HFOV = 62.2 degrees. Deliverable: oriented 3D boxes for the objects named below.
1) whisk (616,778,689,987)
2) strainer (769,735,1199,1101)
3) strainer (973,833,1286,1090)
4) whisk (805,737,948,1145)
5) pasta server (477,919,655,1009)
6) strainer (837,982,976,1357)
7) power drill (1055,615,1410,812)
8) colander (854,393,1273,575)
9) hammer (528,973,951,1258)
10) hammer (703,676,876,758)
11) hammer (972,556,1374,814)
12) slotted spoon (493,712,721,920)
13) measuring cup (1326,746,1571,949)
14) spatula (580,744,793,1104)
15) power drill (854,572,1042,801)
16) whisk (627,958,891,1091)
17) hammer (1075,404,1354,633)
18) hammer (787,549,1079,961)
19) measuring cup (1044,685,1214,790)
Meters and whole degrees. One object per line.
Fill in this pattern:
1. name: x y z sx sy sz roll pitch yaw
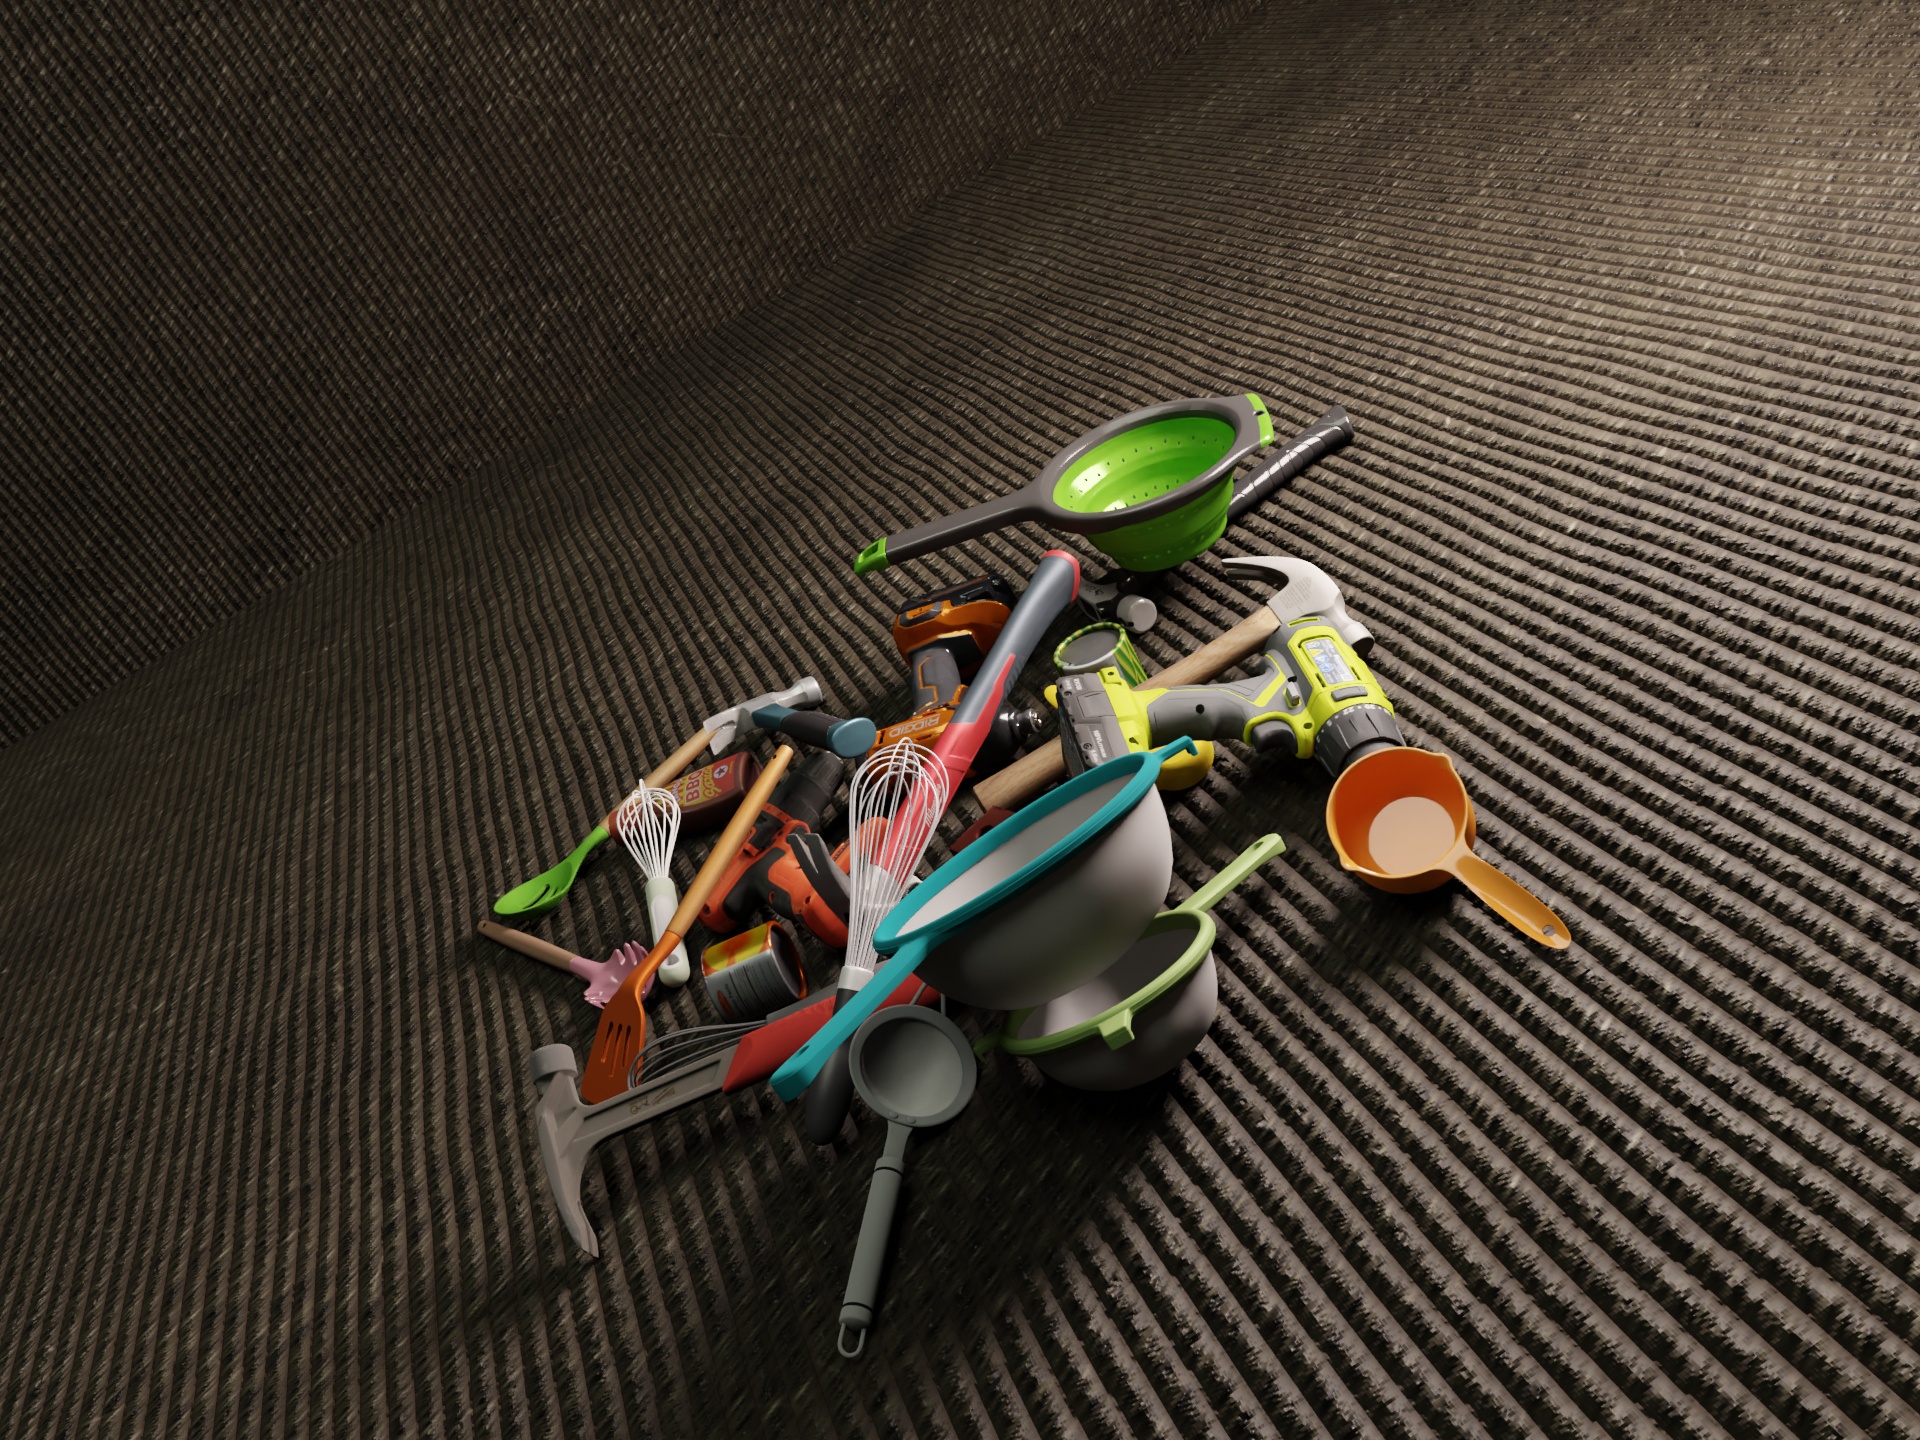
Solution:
1. whisk: -0.261 0.138 1.377 0.058 0.059 0.247 -14 40 -8
2. strainer: 0.021 0.143 0.944 0.211 0.095 0.340 -30 7 45
3. strainer: 0.139 0.160 1.008 0.256 0.069 0.151 -33 6 -35
4. whisk: -0.065 0.146 1.086 0.070 0.070 0.285 -3 67 39
5. pasta server: -0.353 0.204 1.389 0.316 0.040 0.060 7 56 49
6. strainer: -0.045 0.277 0.999 0.087 0.050 0.259 19 43 -5
7. power drill: 0.194 0.015 1.123 0.228 0.080 0.191 -11 39 -4
8. colander: 0.099 -0.175 1.449 0.397 0.094 0.205 -18 31 13
9. hammer: -0.120 0.234 1.106 0.359 0.036 0.149 -23 61 -2
10. hammer: -0.144 0.002 1.426 0.128 0.033 0.331 -22 12 -18
11. hammer: 0.154 -0.021 1.272 0.331 0.031 0.130 -32 57 4
12. slotted spoon: -0.331 0.093 1.558 0.070 0.031 0.314 4 41 45
13. measuring cup: 0.307 0.090 0.985 0.095 0.052 0.174 -48 56 0
14. spatula: -0.210 0.156 1.266 0.081 0.041 0.323 -3 50 47
15. power drill: 0.003 -0.032 1.409 0.164 0.084 0.227 -16 36 22
16. whisk: -0.135 0.224 1.162 0.239 0.055 0.055 -24 29 1
17. hammer: 0.244 -0.200 1.506 0.335 0.035 0.146 -37 30 -14
18. hammer: -0.002 -0.004 1.247 0.038 0.143 0.386 -4 45 41
19. measuring cup: 0.125 0.002 1.235 0.157 0.029 0.062 28 76 30
